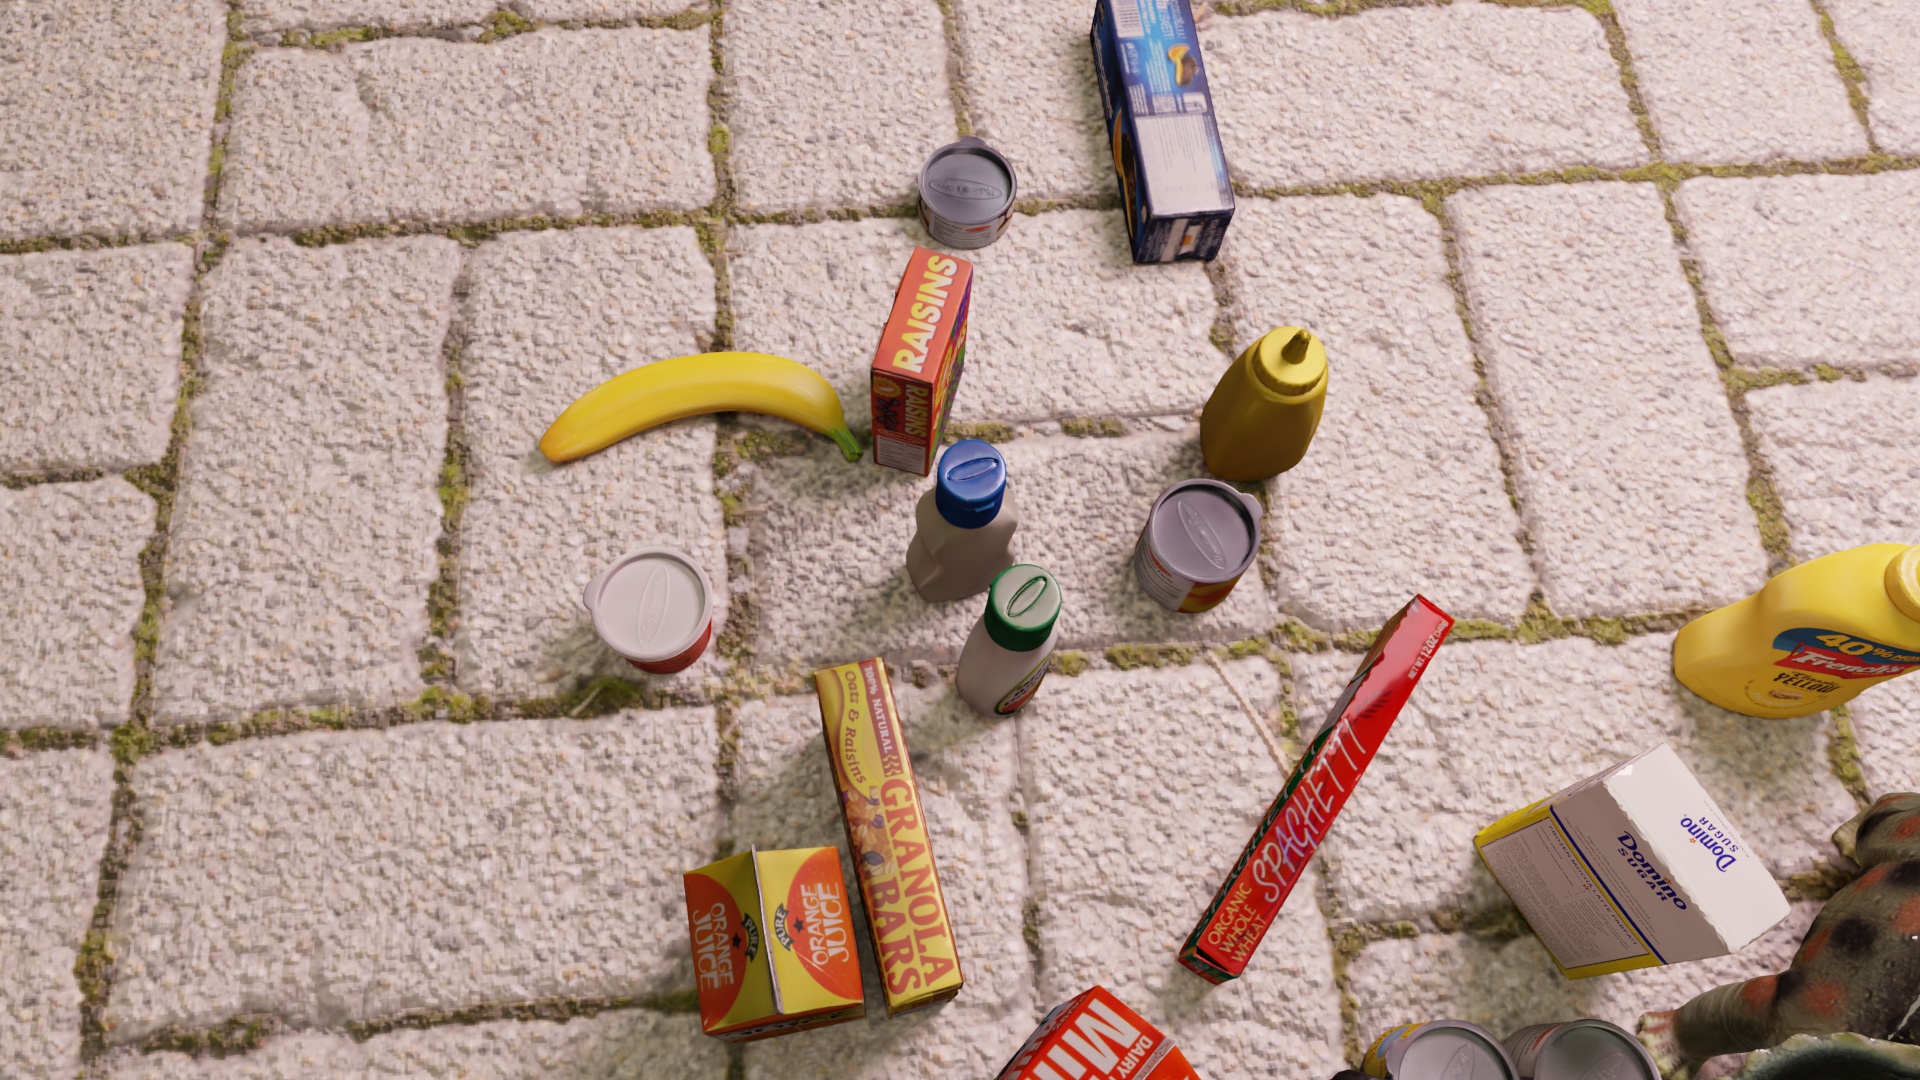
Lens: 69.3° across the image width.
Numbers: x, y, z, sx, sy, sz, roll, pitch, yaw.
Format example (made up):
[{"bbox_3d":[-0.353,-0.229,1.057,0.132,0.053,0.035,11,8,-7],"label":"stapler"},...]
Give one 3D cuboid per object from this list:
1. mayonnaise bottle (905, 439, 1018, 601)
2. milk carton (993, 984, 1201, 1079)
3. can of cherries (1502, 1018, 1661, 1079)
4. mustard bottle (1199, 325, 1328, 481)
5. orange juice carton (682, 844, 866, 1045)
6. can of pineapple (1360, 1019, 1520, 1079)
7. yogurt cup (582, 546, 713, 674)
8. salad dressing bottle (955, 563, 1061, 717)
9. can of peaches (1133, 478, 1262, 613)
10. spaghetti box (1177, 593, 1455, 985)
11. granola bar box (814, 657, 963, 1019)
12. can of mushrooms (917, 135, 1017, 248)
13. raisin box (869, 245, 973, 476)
[{"bbox_3d":[0.003,-0.010,0.780,0.065,0.147,0.041,-19,70,-10],"label":"mayonnaise bottle"},{"bbox_3d":[0.060,0.263,0.649,0.073,0.189,0.072,42,72,13],"label":"milk carton"},{"bbox_3d":[0.322,0.288,0.725,0.071,0.058,0.072,1,68,-3],"label":"can of cherries"},{"bbox_3d":[0.184,-0.085,0.815,0.065,0.159,0.049,-2,68,-4],"label":"mustard bottle"},{"bbox_3d":[-0.087,0.196,0.667,0.073,0.192,0.072,-9,69,-7],"label":"orange juice carton"},{"bbox_3d":[0.247,0.284,0.723,0.071,0.057,0.071,1,68,-3],"label":"can of pineapple"},{"bbox_3d":[-0.174,0.044,0.799,0.072,0.053,0.072,1,68,-3],"label":"yogurt cup"},{"bbox_3d":[0.028,0.055,0.756,0.044,0.147,0.064,42,72,13],"label":"salad dressing bottle"},{"bbox_3d":[0.142,0.003,0.832,0.071,0.058,0.071,1,68,-3],"label":"can of peaches"},{"bbox_3d":[0.202,0.138,0.784,0.029,0.050,0.251,34,70,10],"label":"spaghetti box"},{"bbox_3d":[-0.038,0.157,0.722,0.039,0.123,0.166,-13,69,-8],"label":"granola bar box"},{"bbox_3d":[0.004,-0.233,0.934,0.071,0.033,0.071,1,68,-3],"label":"can of mushrooms"},{"bbox_3d":[-0.024,-0.104,0.831,0.040,0.123,0.086,16,68,3],"label":"raisin box"}]
